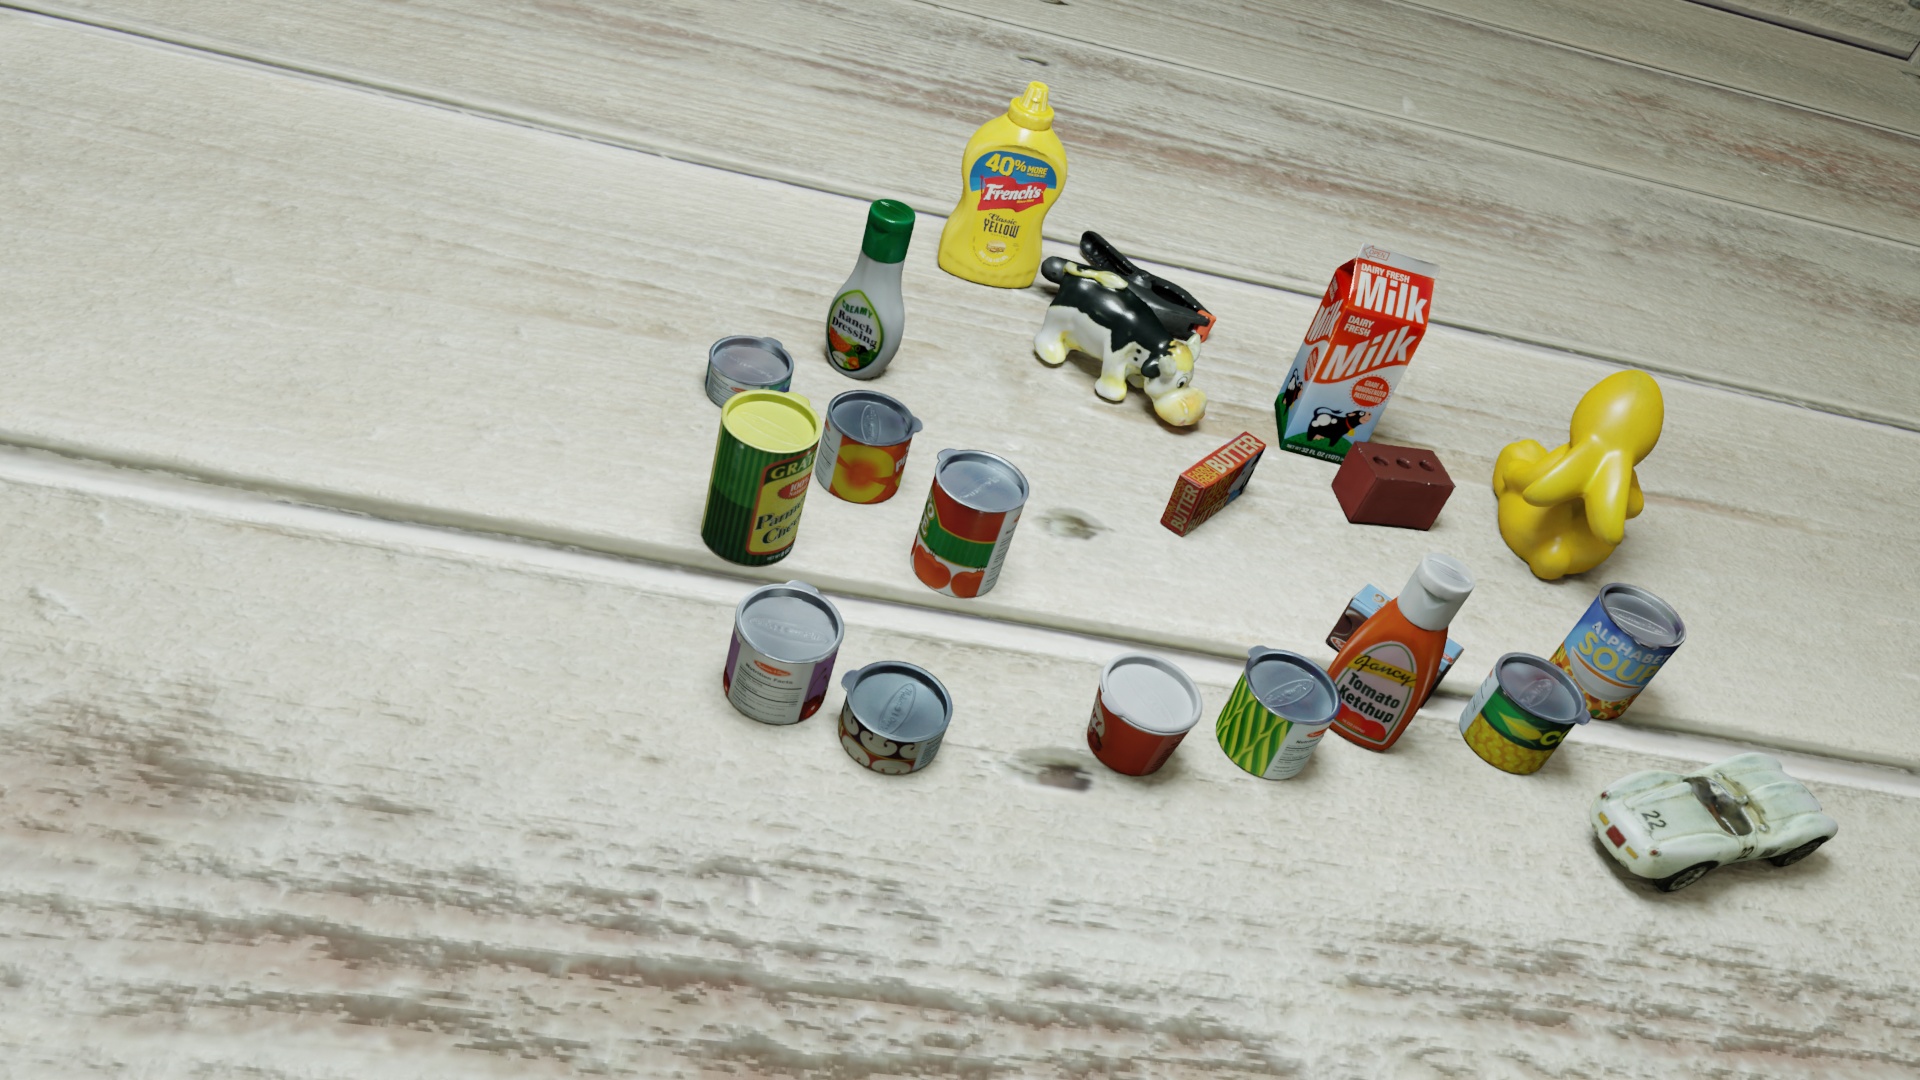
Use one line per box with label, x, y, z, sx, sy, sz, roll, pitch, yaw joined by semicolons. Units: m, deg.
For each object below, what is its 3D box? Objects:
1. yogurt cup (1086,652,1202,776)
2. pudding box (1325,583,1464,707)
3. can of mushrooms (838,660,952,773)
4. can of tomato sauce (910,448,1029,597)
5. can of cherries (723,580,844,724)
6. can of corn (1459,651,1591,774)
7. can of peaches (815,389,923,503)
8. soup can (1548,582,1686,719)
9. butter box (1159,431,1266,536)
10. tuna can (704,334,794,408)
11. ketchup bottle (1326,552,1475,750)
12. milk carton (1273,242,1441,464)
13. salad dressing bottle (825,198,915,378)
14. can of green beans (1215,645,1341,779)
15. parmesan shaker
yogurt cup;0.114;0.113;0.890;0.072;0.053;0.073;11;40;-9
pudding box;0.316;0.076;1.014;0.084;0.049;0.030;37;42;21
can of mushrooms;-0.043;0.107;0.853;0.071;0.033;0.071;11;40;-9
can of tomato sauce;0.003;-0.012;0.971;0.071;0.082;0.071;11;40;-9
can of cherries;-0.108;0.068;0.853;0.071;0.058;0.072;11;40;-9
can of corn;0.399;0.124;0.983;0.071;0.058;0.071;11;40;-9
can of peaches;-0.069;-0.069;1.029;0.071;0.057;0.071;11;40;-9
soup can;0.490;0.085;1.043;0.071;0.083;0.072;11;40;-9
butter box;0.203;-0.046;1.111;0.024;0.052;0.104;37;43;22
tuna can;-0.164;-0.130;1.084;0.071;0.032;0.071;11;40;-9
ketchup bottle;0.294;0.073;0.931;0.065;0.148;0.044;30;40;14
milk carton;0.339;-0.164;1.193;0.072;0.189;0.074;14;39;-5
salad dressing bottle;-0.070;-0.201;1.113;0.064;0.146;0.044;31;41;16
can of green beans;0.210;0.115;0.921;0.071;0.057;0.071;11;40;-9
parmesan shaker;-0.134;-0.042;0.938;0.071;0.102;0.072;11;40;-9
